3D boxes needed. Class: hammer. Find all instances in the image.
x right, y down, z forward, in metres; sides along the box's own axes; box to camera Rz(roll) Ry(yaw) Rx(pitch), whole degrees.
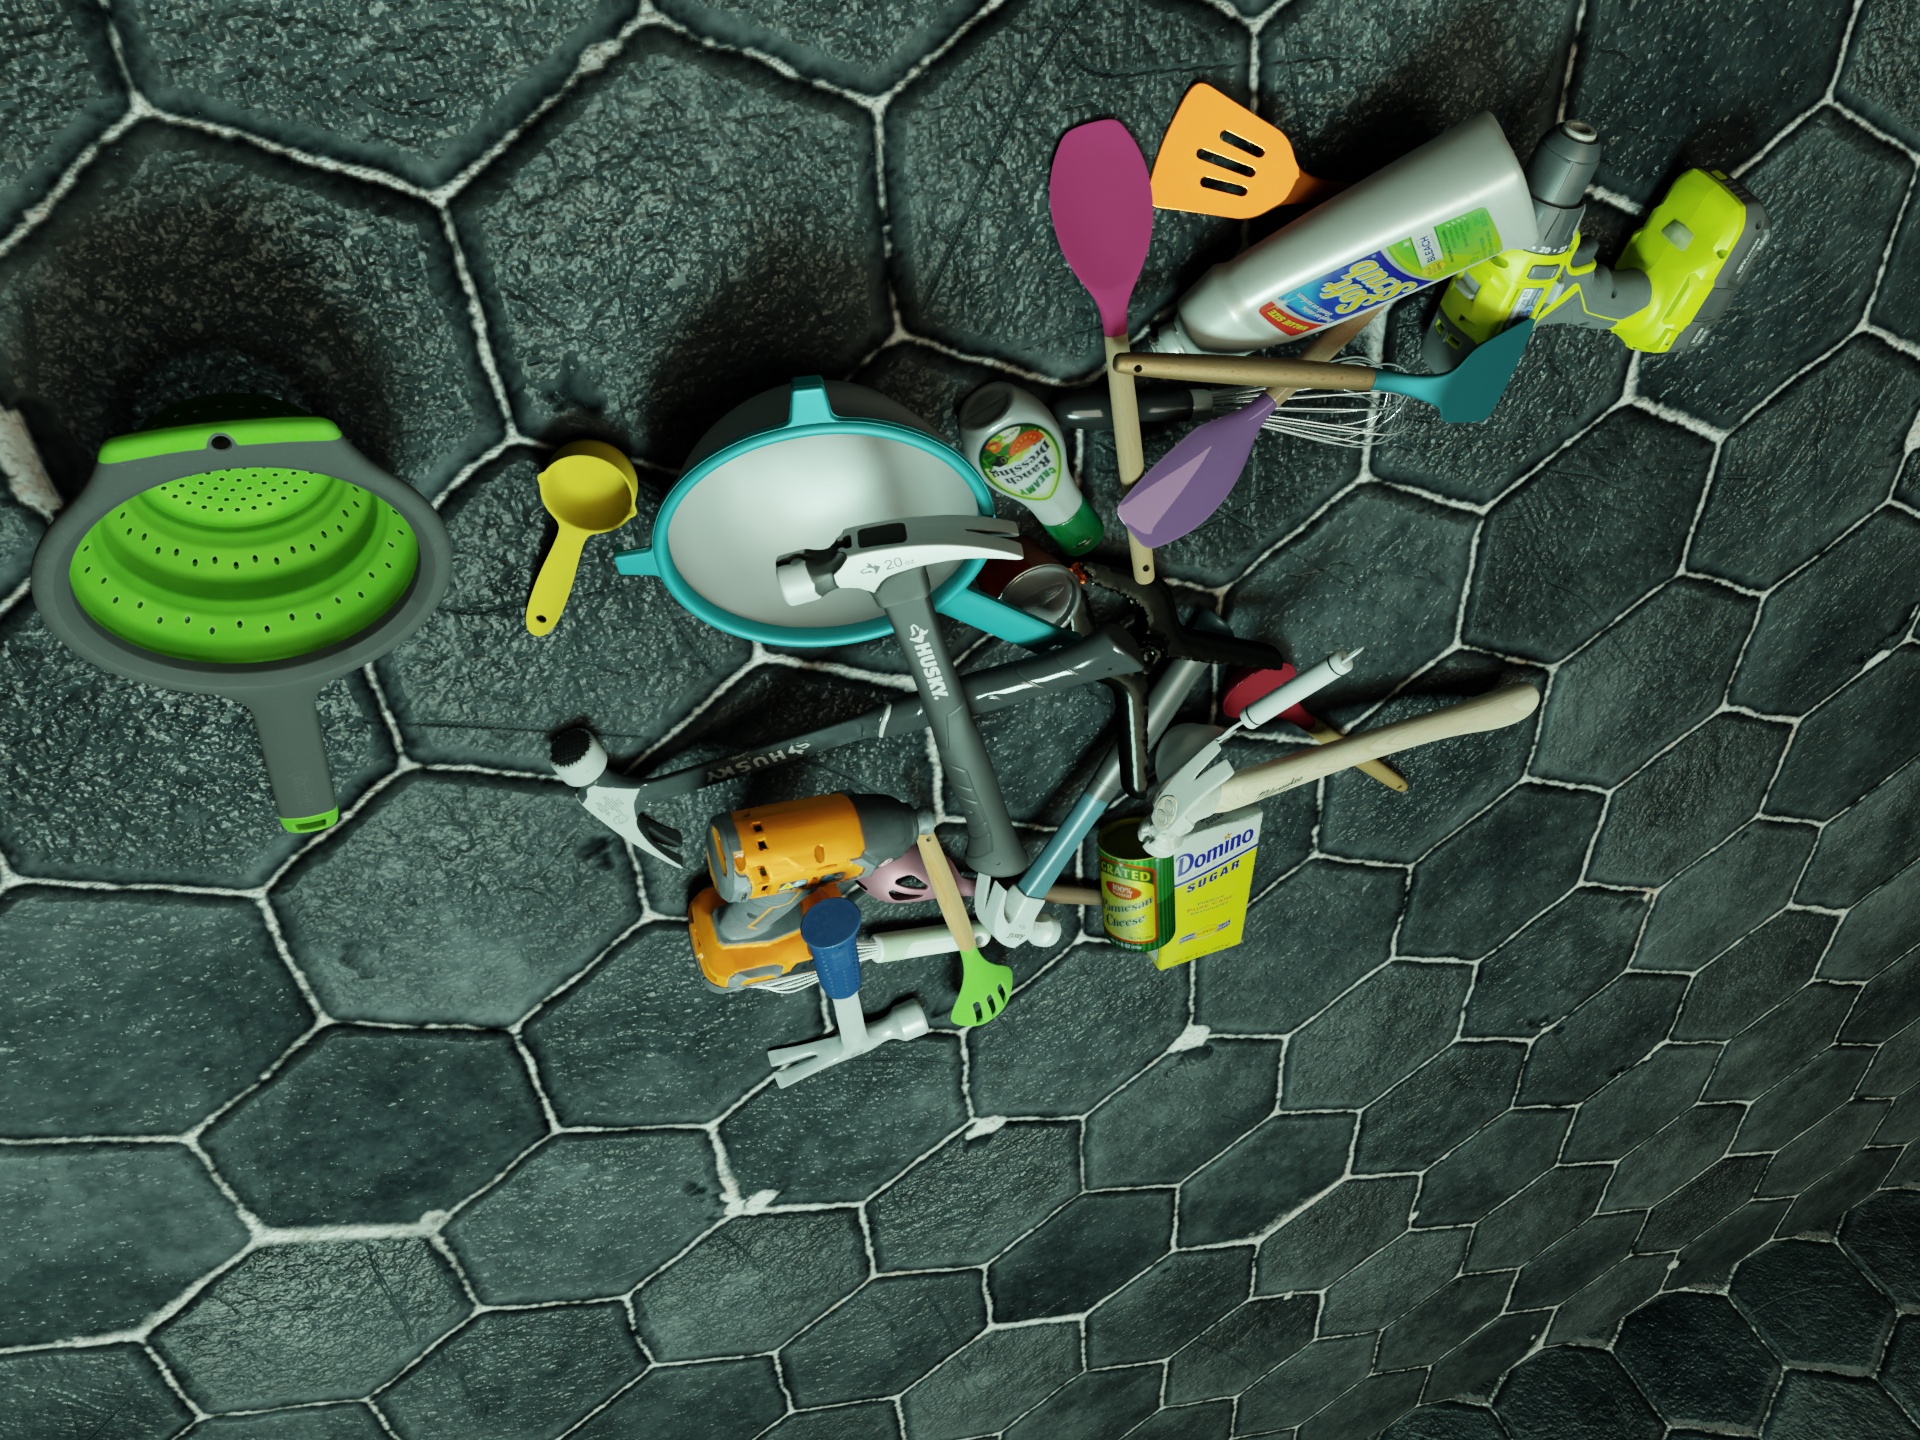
[{"bbox_3d":[-0.097,0.218,1.261,0.144,0.035,0.405,-20,159,-9],"label":"hammer"},{"bbox_3d":[-0.071,0.009,1.120,0.409,0.036,0.149,-16,140,9],"label":"hammer"},{"bbox_3d":[0.121,0.051,1.310,0.128,0.033,0.331,16,112,-52],"label":"hammer"},{"bbox_3d":[-0.002,-0.003,1.066,0.146,0.035,0.334,-14,136,6],"label":"hammer"},{"bbox_3d":[0.349,0.020,1.375,0.410,0.038,0.146,-15,155,-26],"label":"hammer"}]

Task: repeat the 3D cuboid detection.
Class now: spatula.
[{"bbox_3d":[0.233,-0.237,1.096,0.316,0.018,0.059,-45,120,2],"label":"spatula"},{"bbox_3d":[0.249,-0.237,1.074,0.317,0.044,0.082,0,133,-17],"label":"spatula"},{"bbox_3d":[0.271,-0.356,1.074,0.322,0.041,0.081,-1,129,-33],"label":"spatula"}]

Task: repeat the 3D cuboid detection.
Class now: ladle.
[{"bbox_3d":[0.325,0.011,1.421,0.069,0.031,0.315,-41,138,21],"label":"ladle"}]

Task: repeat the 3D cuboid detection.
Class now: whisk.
[{"bbox_3d":[-0.078,0.195,1.349,0.246,0.059,0.057,-3,128,-33],"label":"whisk"},{"bbox_3d":[0.196,-0.225,1.127,0.284,0.070,0.070,-5,130,-18],"label":"whisk"}]

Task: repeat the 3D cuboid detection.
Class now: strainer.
[{"bbox_3d":[-0.043,-0.126,1.042,0.340,0.095,0.211,21,136,-40],"label":"strainer"},{"bbox_3d":[0.231,-0.002,1.296,0.087,0.050,0.258,-28,174,-45],"label":"strainer"}]

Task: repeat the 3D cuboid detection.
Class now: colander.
[{"bbox_3d":[-0.406,-0.064,0.927,0.204,0.095,0.396,-11,150,-21],"label":"colander"}]

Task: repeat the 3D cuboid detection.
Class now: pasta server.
[{"bbox_3d":[0.043,0.142,1.385,0.316,0.040,0.060,9,123,-39],"label":"pasta server"}]

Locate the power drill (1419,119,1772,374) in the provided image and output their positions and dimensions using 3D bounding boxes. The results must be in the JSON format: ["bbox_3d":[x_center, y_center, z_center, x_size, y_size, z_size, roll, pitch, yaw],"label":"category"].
[{"bbox_3d":[0.457,-0.334,1.134,0.228,0.080,0.190,-9,141,-23],"label":"power drill"}]

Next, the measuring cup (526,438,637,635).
[{"bbox_3d":[-0.247,-0.114,1.004,0.062,0.029,0.156,20,132,-16],"label":"measuring cup"}]

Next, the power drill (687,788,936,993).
[{"bbox_3d":[-0.116,0.122,1.185,0.164,0.084,0.226,-10,155,-22],"label":"power drill"}]

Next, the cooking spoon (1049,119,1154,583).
[{"bbox_3d":[0.105,-0.232,1.055,0.068,0.017,0.318,-19,122,-12],"label":"cooking spoon"}]

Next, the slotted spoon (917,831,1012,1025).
[{"bbox_3d":[-0.001,0.177,1.340,0.070,0.031,0.313,-36,142,-16],"label":"slotted spoon"}]
